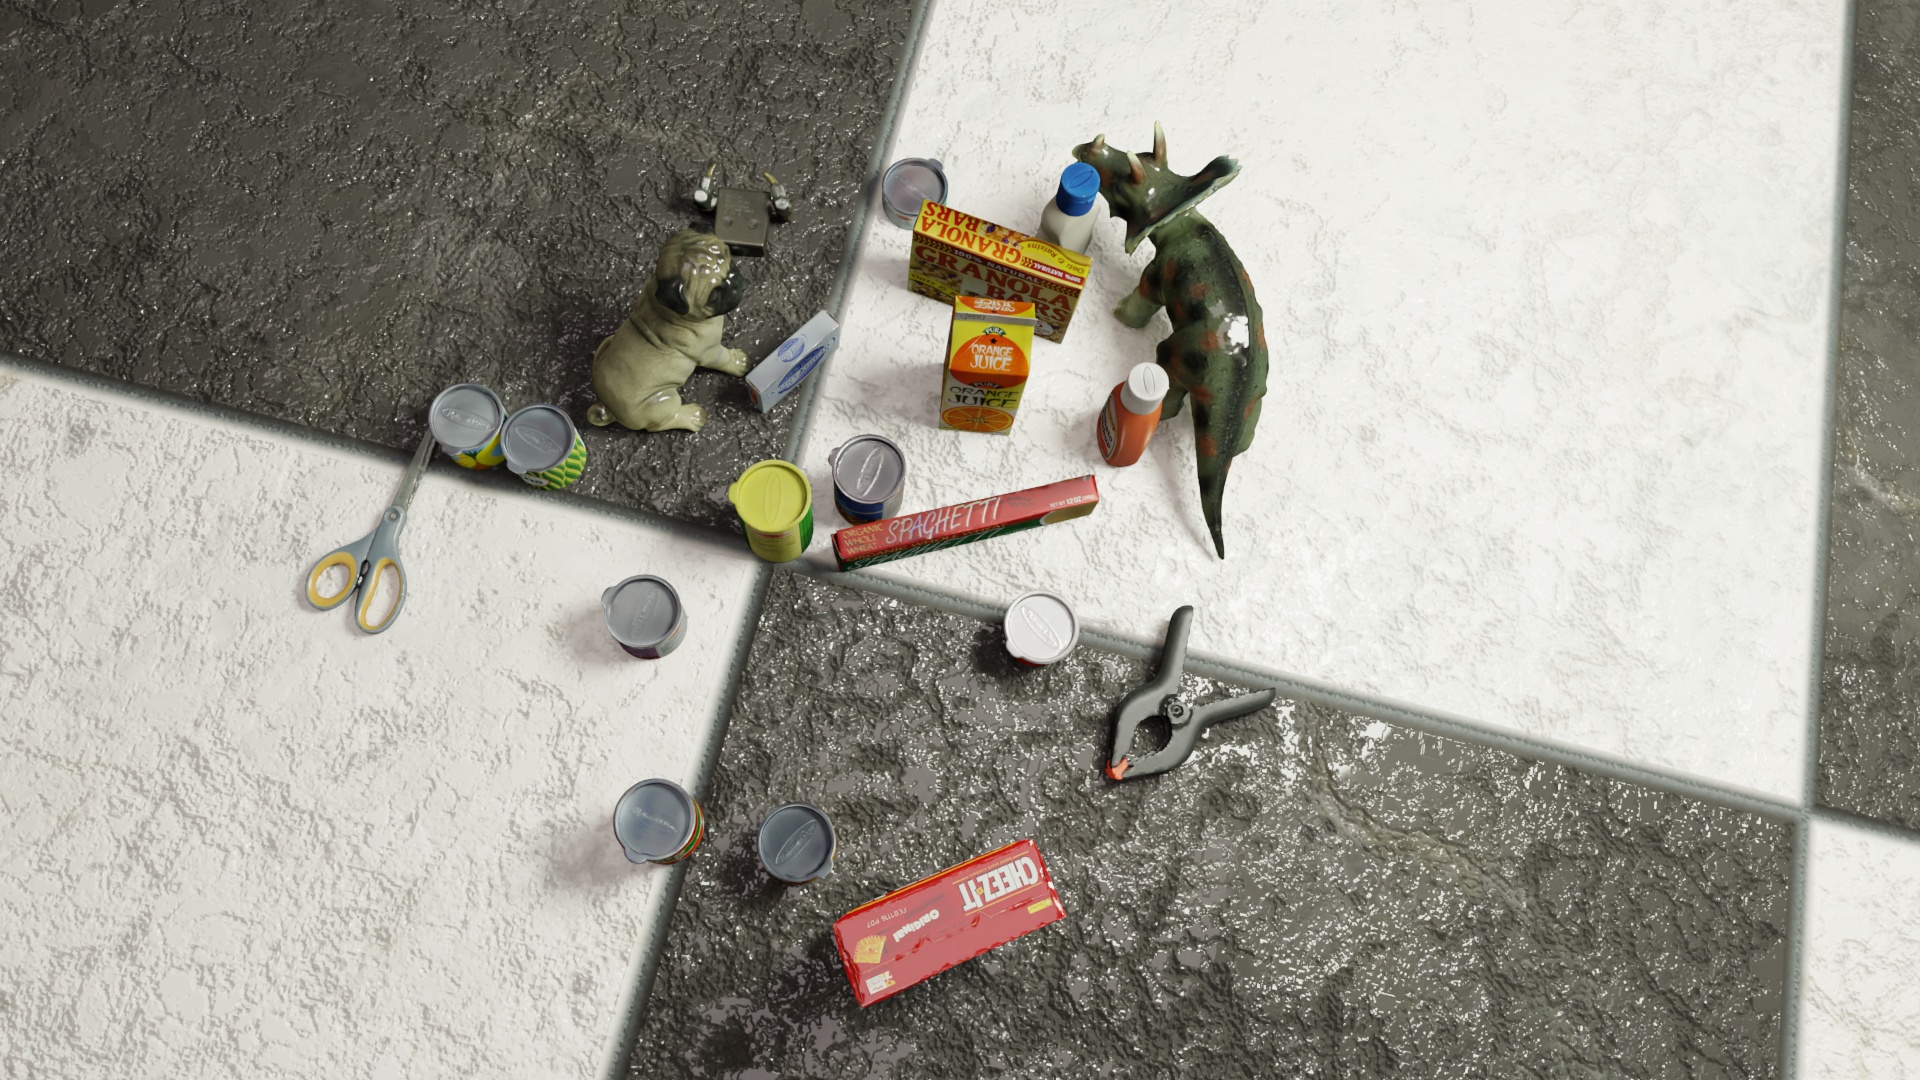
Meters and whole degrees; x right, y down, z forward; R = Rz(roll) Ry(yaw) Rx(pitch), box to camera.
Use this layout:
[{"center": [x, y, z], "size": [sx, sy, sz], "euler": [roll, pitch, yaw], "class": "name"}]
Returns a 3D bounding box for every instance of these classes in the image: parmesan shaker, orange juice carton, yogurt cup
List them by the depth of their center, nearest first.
[{"center": [-0.169, -0.025, 1.247], "size": [0.071, 0.102, 0.071], "euler": [1, 74, -4], "class": "parmesan shaker"}, {"center": [0.023, -0.163, 1.257], "size": [0.072, 0.192, 0.073], "euler": [5, 74, -3], "class": "orange juice carton"}, {"center": [0.070, 0.083, 1.261], "size": [0.072, 0.053, 0.072], "euler": [1, 74, -4], "class": "yogurt cup"}]

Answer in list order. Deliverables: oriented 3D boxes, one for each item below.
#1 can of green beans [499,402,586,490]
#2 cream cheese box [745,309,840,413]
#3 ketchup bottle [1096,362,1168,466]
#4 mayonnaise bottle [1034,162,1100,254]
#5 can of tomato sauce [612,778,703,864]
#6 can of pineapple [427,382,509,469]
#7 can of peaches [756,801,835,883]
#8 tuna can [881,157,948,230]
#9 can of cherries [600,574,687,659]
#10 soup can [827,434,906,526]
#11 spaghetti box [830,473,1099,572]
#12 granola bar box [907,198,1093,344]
[{"center": [-0.381, -0.085, 1.270], "size": [0.071, 0.057, 0.071], "euler": [1, 74, -4], "class": "can of green beans"}, {"center": [-0.158, -0.169, 1.316], "size": [0.024, 0.053, 0.104], "euler": [44, 75, 8], "class": "cream cheese box"}, {"center": [0.159, -0.119, 1.278], "size": [0.043, 0.148, 0.065], "euler": [-5, 75, -6], "class": "ketchup bottle"}, {"center": [0.104, -0.308, 1.330], "size": [0.065, 0.147, 0.041], "euler": [-36, 80, -13], "class": "mayonnaise bottle"}, {"center": [-0.253, 0.240, 1.172], "size": [0.071, 0.083, 0.071], "euler": [1, 74, -4], "class": "can of tomato sauce"}, {"center": [-0.447, -0.102, 1.270], "size": [0.071, 0.057, 0.071], "euler": [1, 74, -4], "class": "can of pineapple"}, {"center": [-0.138, 0.261, 1.188], "size": [0.071, 0.058, 0.071], "euler": [1, 74, -4], "class": "can of peaches"}, {"center": [-0.044, -0.348, 1.389], "size": [0.071, 0.032, 0.071], "euler": [1, 74, -4], "class": "tuna can"}, {"center": [-0.280, 0.067, 1.233], "size": [0.071, 0.058, 0.071], "euler": [1, 74, -4], "class": "can of cherries"}, {"center": [-0.086, -0.054, 1.272], "size": [0.071, 0.083, 0.071], "euler": [1, 74, -4], "class": "soup can"}, {"center": [0.005, -0.016, 1.286], "size": [0.250, 0.050, 0.029], "euler": [-13, 76, -8], "class": "spaghetti box"}, {"center": [0.034, -0.252, 1.320], "size": [0.166, 0.124, 0.039], "euler": [20, 74, 1], "class": "granola bar box"}]
